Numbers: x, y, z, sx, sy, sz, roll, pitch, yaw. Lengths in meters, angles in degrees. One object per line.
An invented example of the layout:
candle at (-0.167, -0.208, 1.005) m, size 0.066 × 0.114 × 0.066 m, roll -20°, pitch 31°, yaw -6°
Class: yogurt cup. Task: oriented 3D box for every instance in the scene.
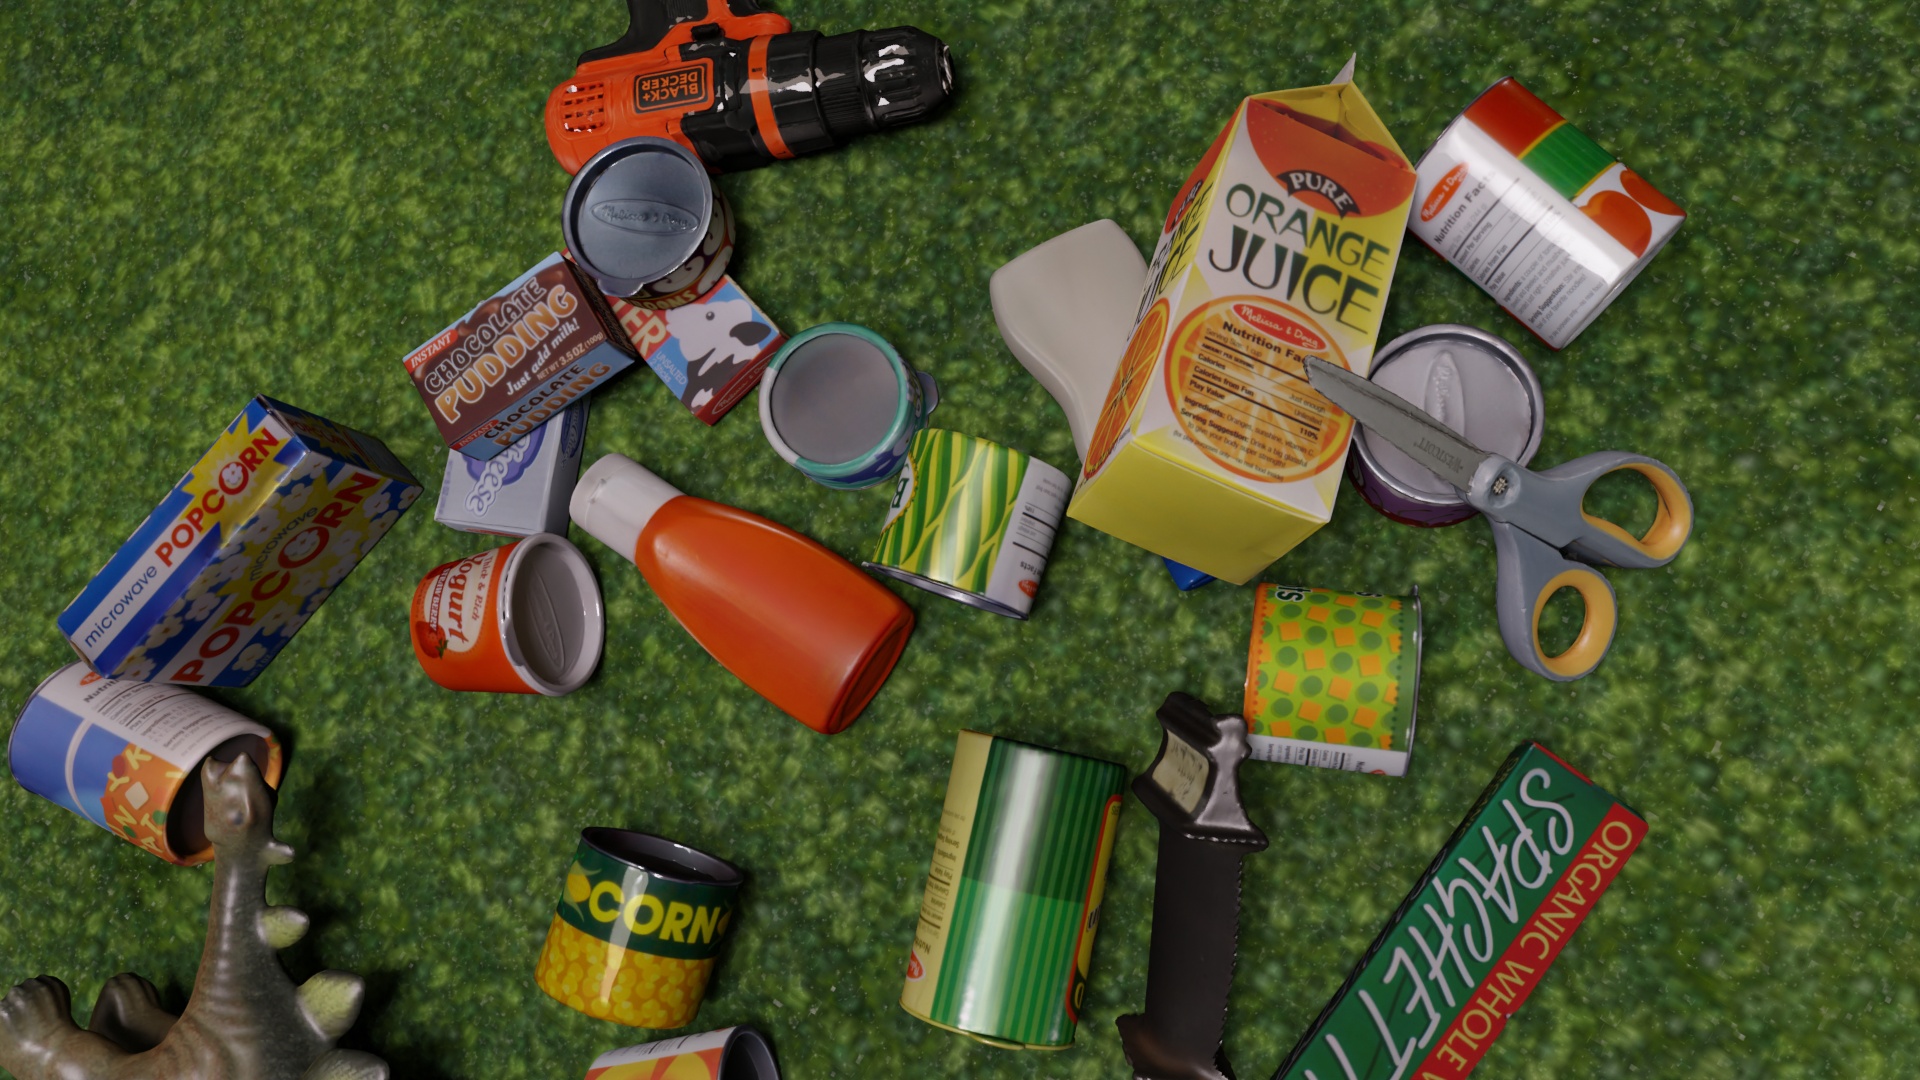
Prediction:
yogurt cup at (-0.190, 0.033, 0.580) m, size 0.054 × 0.072 × 0.072 m, roll -8°, pitch 79°, yaw 19°

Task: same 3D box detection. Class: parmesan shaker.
parmesan shaker at (0.021, 0.127, 0.514) m, size 0.071 × 0.071 × 0.103 m, roll 11°, pitch 82°, yaw 13°

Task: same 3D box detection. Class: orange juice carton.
orange juice carton at (0.109, -0.089, 0.511) m, size 0.073 × 0.071 × 0.193 m, roll 23°, pitch 67°, yaw -5°

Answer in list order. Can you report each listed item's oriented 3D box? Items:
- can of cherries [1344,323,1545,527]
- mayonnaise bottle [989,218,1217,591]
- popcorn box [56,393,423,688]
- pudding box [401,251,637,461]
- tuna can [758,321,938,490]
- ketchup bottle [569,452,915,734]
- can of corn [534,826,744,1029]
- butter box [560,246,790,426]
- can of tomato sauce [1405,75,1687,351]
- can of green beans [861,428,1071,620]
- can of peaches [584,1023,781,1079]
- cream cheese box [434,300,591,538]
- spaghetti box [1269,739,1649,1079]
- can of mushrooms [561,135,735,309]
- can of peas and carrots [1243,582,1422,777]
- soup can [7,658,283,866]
can of cherries at (0.175, -0.042, 0.520) m, size 0.071 × 0.058 × 0.071 m, roll -2°, pitch 81°, yaw 12°
mayonnaise bottle at (0.069, -0.052, 0.553) m, size 0.065 × 0.041 × 0.148 m, roll -26°, pitch 77°, yaw -2°
popcorn box at (-0.306, 0.005, 0.597) m, size 0.038 × 0.085 × 0.126 m, roll 42°, pitch 90°, yaw 14°
pudding box at (-0.187, -0.078, 0.589) m, size 0.083 × 0.030 × 0.050 m, roll -33°, pitch 75°, yaw 4°
tuna can at (-0.047, -0.057, 0.581) m, size 0.071 × 0.033 × 0.071 m, roll -2°, pitch 80°, yaw 12°
ketchup bottle at (-0.094, 0.015, 0.573) m, size 0.149 × 0.043 × 0.065 m, roll 32°, pitch 88°, yaw 15°
can of corn at (-0.125, 0.150, 0.541) m, size 0.071 × 0.071 × 0.058 m, roll 16°, pitch 85°, yaw 14°
butter box at (-0.126, -0.104, 0.611) m, size 0.053 × 0.024 × 0.103 m, roll -44°, pitch 75°, yaw 1°
can of tomato sauce at (0.217, -0.123, 0.523) m, size 0.071 × 0.071 × 0.083 m, roll -45°, pitch 75°, yaw 1°
can of green beans at (0.004, -0.006, 0.545) m, size 0.071 × 0.071 × 0.058 m, roll 17°, pitch 84°, yaw 14°
can of peaches at (-0.104, 0.224, 0.524) m, size 0.058 × 0.071 × 0.071 m, roll -13°, pitch 78°, yaw 10°
cream cheese box at (-0.195, -0.053, 0.616) m, size 0.053 × 0.024 × 0.104 m, roll 6°, pitch 81°, yaw 12°
spaghetti box at (0.152, 0.184, 0.499) m, size 0.050 × 0.028 × 0.250 m, roll 37°, pitch 89°, yaw 15°
can of mushrooms at (-0.131, -0.131, 0.586) m, size 0.071 × 0.033 × 0.071 m, roll -2°, pitch 79°, yaw 9°
can of peas and carrots at (0.135, 0.048, 0.508) m, size 0.059 × 0.071 × 0.071 m, roll 5°, pitch 81°, yaw 13°
soup can at (-0.351, 0.097, 0.601) m, size 0.084 × 0.071 × 0.071 m, roll 21°, pitch 85°, yaw 14°
